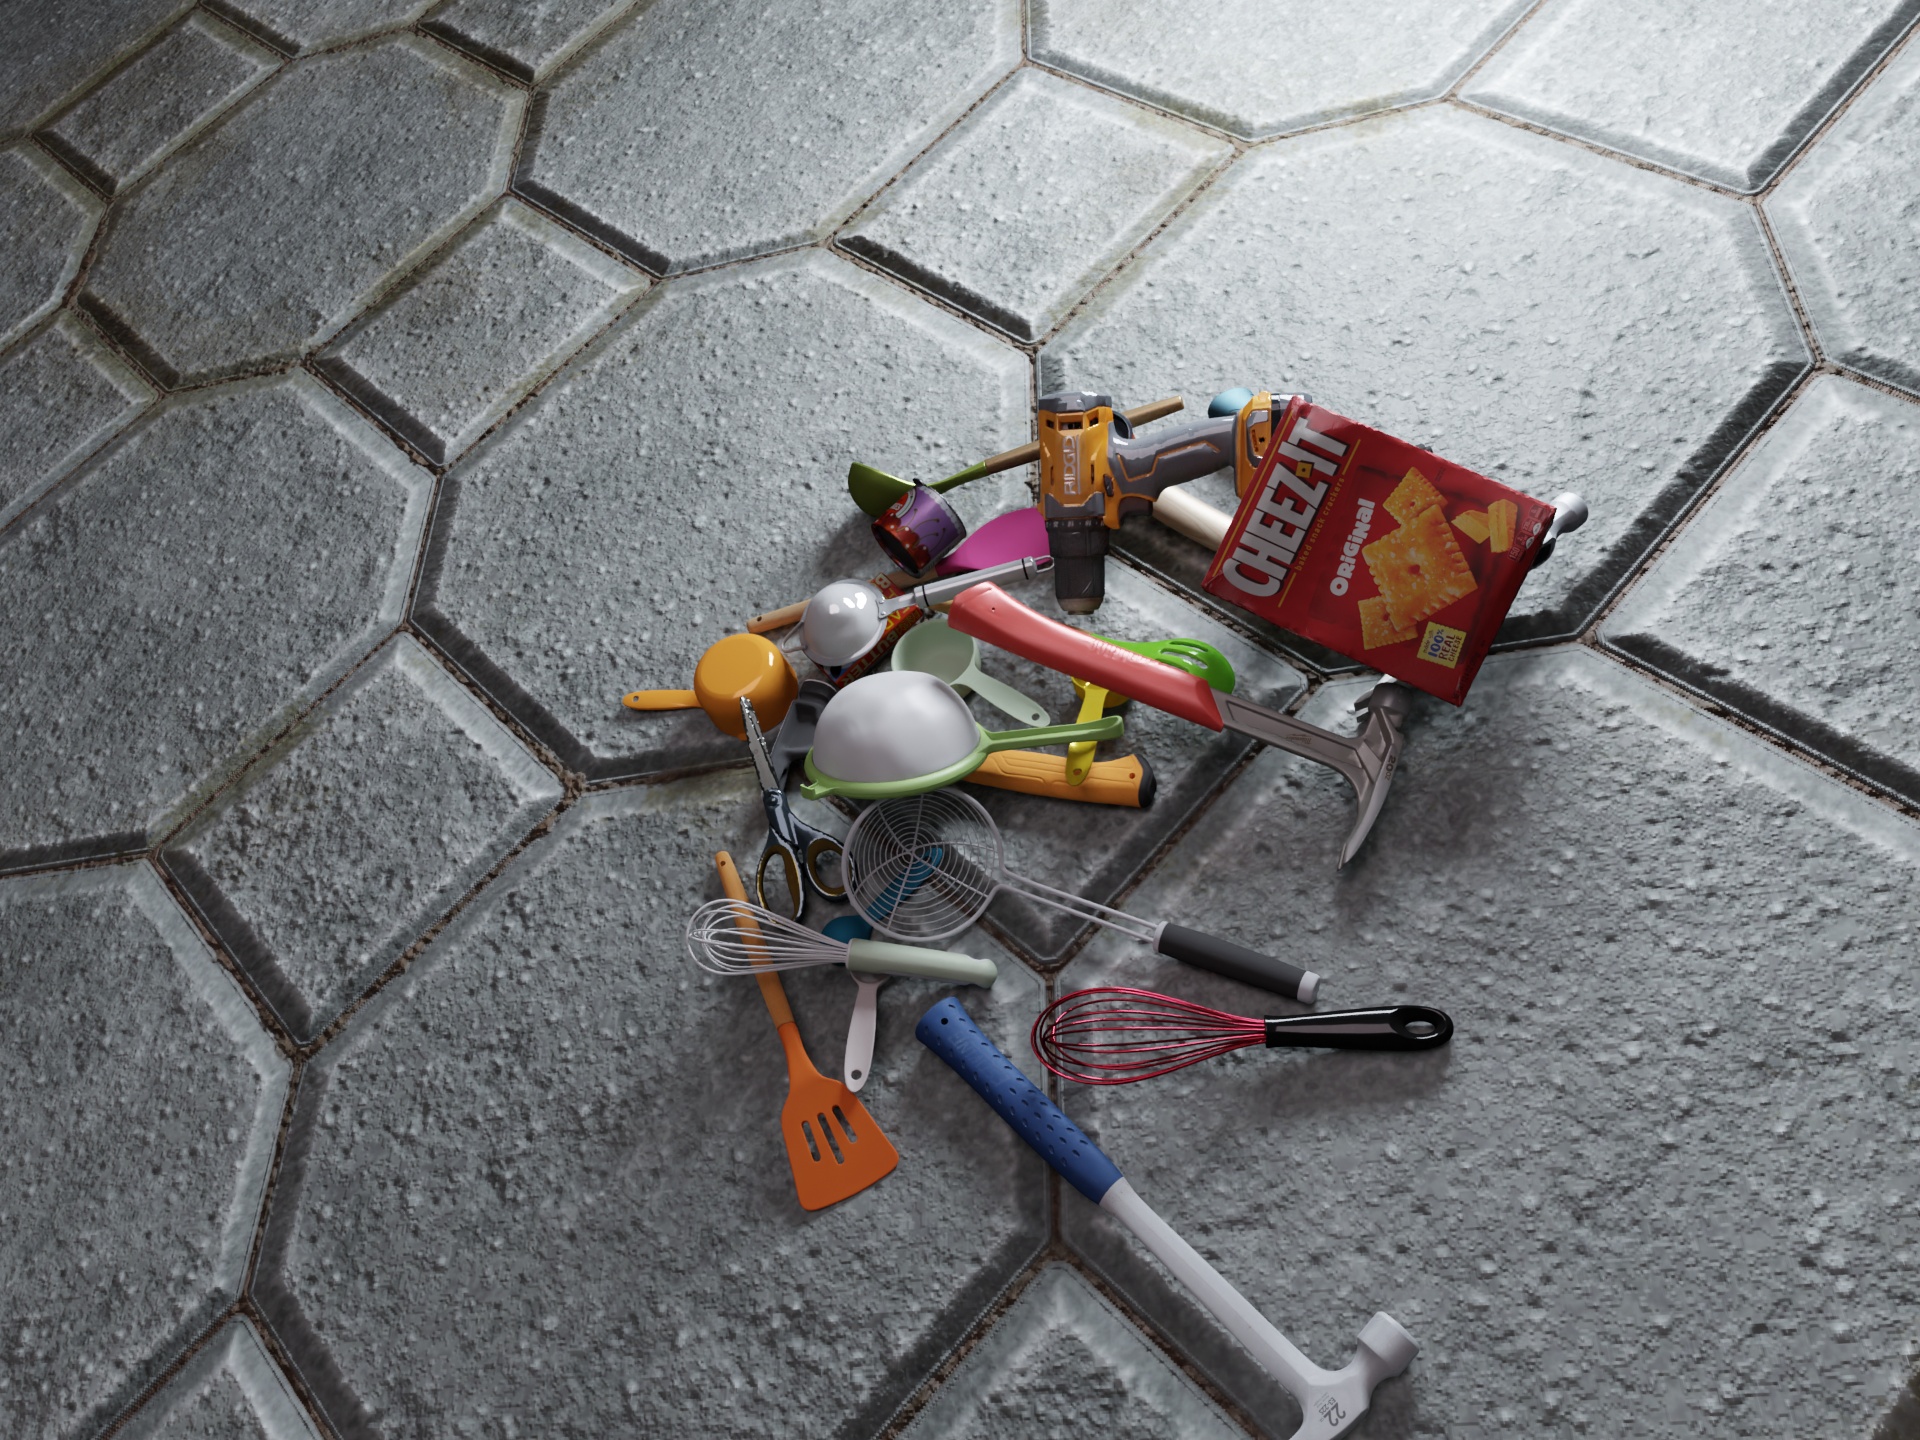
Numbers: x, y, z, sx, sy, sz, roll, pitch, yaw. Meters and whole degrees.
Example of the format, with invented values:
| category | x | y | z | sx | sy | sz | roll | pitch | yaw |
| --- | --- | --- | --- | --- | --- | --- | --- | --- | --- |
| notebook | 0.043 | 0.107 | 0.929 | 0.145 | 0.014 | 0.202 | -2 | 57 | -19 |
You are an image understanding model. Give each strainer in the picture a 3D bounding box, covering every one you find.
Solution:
| category | x | y | z | sx | sy | sz | roll | pitch | yaw |
| --- | --- | --- | --- | --- | --- | --- | --- | --- | --- |
| strainer | -0.002 | -0.004 | 1.254 | 0.256 | 0.069 | 0.152 | -6 | 23 | 8 |
| strainer | -0.042 | -0.108 | 1.387 | 0.258 | 0.050 | 0.087 | -15 | 61 | 7 |

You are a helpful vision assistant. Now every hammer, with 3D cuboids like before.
| category | x | y | z | sx | sy | sz | roll | pitch | yaw |
| --- | --- | --- | --- | --- | --- | --- | --- | --- | --- |
| hammer | -0.003 | 0.040 | 1.323 | 0.337 | 0.034 | 0.127 | 7 | 60 | 23 |
| hammer | 0.343 | -0.206 | 1.330 | 0.128 | 0.033 | 0.331 | -37 | 50 | -22 |
| hammer | 0.156 | -0.016 | 1.222 | 0.359 | 0.036 | 0.149 | 21 | 74 | 9 |
| hammer | 0.231 | -0.148 | 1.364 | 0.411 | 0.038 | 0.146 | 35 | 76 | 34 |
| hammer | 0.107 | 0.336 | 1.095 | 0.144 | 0.035 | 0.406 | -44 | 55 | -11 |

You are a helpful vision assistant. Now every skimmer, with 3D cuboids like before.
| category | x | y | z | sx | sy | sz | roll | pitch | yaw |
| --- | --- | --- | --- | --- | --- | --- | --- | --- | --- |
| skimmer | 0.085 | 0.146 | 1.192 | 0.363 | 0.090 | 0.127 | 17 | 95 | 25 |

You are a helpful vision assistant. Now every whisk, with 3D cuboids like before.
| category | x | y | z | sx | sy | sz | roll | pitch | yaw |
| --- | --- | --- | --- | --- | --- | --- | --- | --- | --- |
| whisk | -0.093 | 0.181 | 1.234 | 0.246 | 0.057 | 0.059 | 7 | 83 | 6 |
| whisk | 0.197 | 0.222 | 1.128 | 0.296 | 0.073 | 0.073 | -4 | 57 | 9 |

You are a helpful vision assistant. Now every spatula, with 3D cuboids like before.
| category | x | y | z | sx | sy | sz | roll | pitch | yaw |
| --- | --- | --- | --- | --- | --- | --- | --- | --- | --- |
| spatula | -0.142 | 0.229 | 1.260 | 0.081 | 0.041 | 0.323 | -28 | 50 | -2 |

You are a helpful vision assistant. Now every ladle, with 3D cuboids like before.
| category | x | y | z | sx | sy | sz | roll | pitch | yaw |
| --- | --- | --- | --- | --- | --- | --- | --- | --- | --- |
| ladle | 0.046 | -0.251 | 1.454 | 0.320 | 0.078 | 0.062 | -16 | 79 | 16 |

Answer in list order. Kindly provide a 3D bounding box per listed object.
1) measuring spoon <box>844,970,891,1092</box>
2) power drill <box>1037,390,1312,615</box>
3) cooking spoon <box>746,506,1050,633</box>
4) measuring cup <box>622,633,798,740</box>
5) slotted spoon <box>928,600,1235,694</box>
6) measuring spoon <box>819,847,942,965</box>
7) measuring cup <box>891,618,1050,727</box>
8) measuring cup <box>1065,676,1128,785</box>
| category | x | y | z | sx | sy | sz | roll | pitch | yaw |
| --- | --- | --- | --- | --- | --- | --- | --- | --- | --- |
| measuring spoon | -0.074 | 0.233 | 1.226 | 0.034 | 0.018 | 0.124 | 2 | 51 | 5 |
| power drill | 0.175 | -0.181 | 1.311 | 0.226 | 0.084 | 0.185 | 0 | 96 | 13 |
| cooking spoon | -0.047 | -0.131 | 1.459 | 0.319 | 0.017 | 0.069 | -16 | 56 | 8 |
| measuring cup | -0.236 | -0.033 | 1.439 | 0.173 | 0.052 | 0.095 | -2 | 58 | 15 |
| slotted spoon | 0.087 | -0.071 | 1.337 | 0.314 | 0.031 | 0.070 | 18 | 52 | 35 |
| measuring spoon | -0.065 | 0.145 | 1.284 | 0.128 | 0.021 | 0.042 | -43 | 56 | -9 |
| measuring cup | 0.014 | -0.027 | 1.360 | 0.168 | 0.038 | 0.083 | 32 | 73 | 30 |
| measuring cup | 0.109 | 0.001 | 1.296 | 0.062 | 0.029 | 0.157 | 1 | 47 | 20 |
